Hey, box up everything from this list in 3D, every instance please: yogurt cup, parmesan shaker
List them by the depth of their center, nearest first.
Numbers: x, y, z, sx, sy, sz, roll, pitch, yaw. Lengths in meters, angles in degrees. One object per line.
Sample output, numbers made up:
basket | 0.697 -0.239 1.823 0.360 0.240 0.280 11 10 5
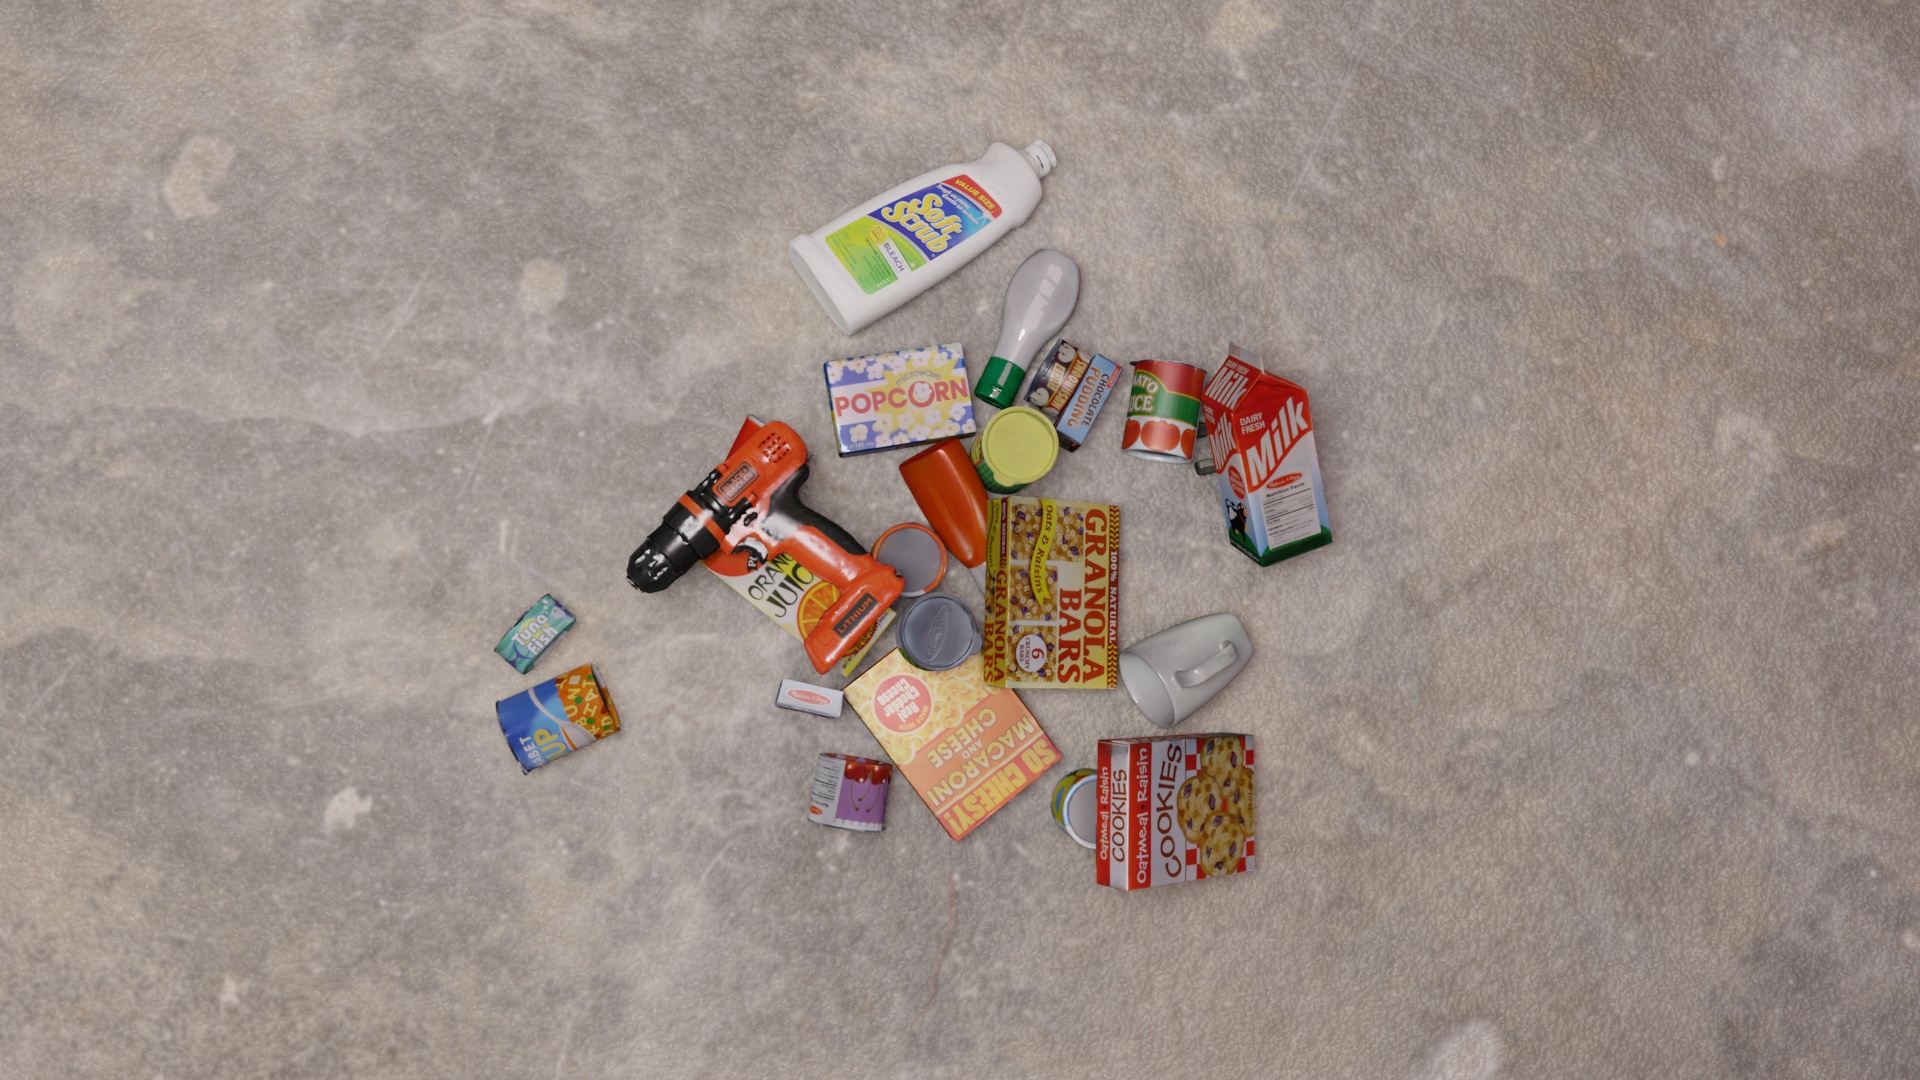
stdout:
yogurt cup | -0.172 -0.072 1.221 0.072 0.072 0.054 34 91 -3
parmesan shaker | 0.043 -0.075 1.226 0.071 0.103 0.071 1 86 -7

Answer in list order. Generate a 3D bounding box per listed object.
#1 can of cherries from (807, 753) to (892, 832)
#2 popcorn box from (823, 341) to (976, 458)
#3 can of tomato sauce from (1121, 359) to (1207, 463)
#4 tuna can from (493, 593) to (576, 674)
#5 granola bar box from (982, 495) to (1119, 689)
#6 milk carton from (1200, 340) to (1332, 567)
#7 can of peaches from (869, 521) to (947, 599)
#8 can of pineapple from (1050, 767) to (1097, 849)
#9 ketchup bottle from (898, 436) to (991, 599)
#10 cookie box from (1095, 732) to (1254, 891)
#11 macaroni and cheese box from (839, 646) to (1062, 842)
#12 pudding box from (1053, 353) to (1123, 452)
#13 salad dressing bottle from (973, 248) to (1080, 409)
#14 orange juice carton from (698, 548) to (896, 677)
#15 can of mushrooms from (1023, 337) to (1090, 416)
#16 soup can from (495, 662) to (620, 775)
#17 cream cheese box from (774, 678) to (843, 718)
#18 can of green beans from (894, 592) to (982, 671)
can of cherries | -0.094 0.219 1.208 0.071 0.071 0.058 10 84 -6
popcorn box | -0.055 -0.127 1.251 0.127 0.038 0.085 -9 86 -8
can of tomato sauce | 0.183 -0.117 1.265 0.071 0.071 0.083 10 86 -6
tuna can | -0.361 0.080 1.181 0.033 0.071 0.071 42 82 -4
granola bar box | 0.081 0.048 1.231 0.124 0.039 0.165 4 85 -33
milk carton | 0.269 -0.082 1.237 0.073 0.072 0.189 -19 112 -8
can of peaches | -0.047 0.016 1.231 0.071 0.058 0.071 0 86 -7
can of pineapple | 0.118 0.236 1.234 0.071 0.058 0.071 1 86 -7
ketchup bottle | 0.004 -0.016 1.241 0.044 0.064 0.148 -36 101 -48
cookie box | 0.189 0.233 1.212 0.168 0.040 0.123 4 85 -40
macaroni and cheese box | -0.008 0.162 1.234 0.124 0.040 0.166 -37 90 -9
pudding box | 0.113 -0.124 1.266 0.030 0.049 0.084 30 82 -2
salad dressing bottle | 0.059 -0.192 1.268 0.064 0.044 0.148 26 84 -1
orange juice carton | -0.153 0.032 1.209 0.192 0.073 0.072 38 83 -2
can of mushrooms | 0.087 -0.147 1.254 0.033 0.071 0.071 31 83 -5
soup can | -0.340 0.152 1.179 0.084 0.071 0.071 -24 89 -8
cream cheese box | -0.130 0.136 1.189 0.053 0.103 0.024 14 81 -7
can of green beans | -0.022 0.079 1.190 0.071 0.057 0.071 1 84 -7
